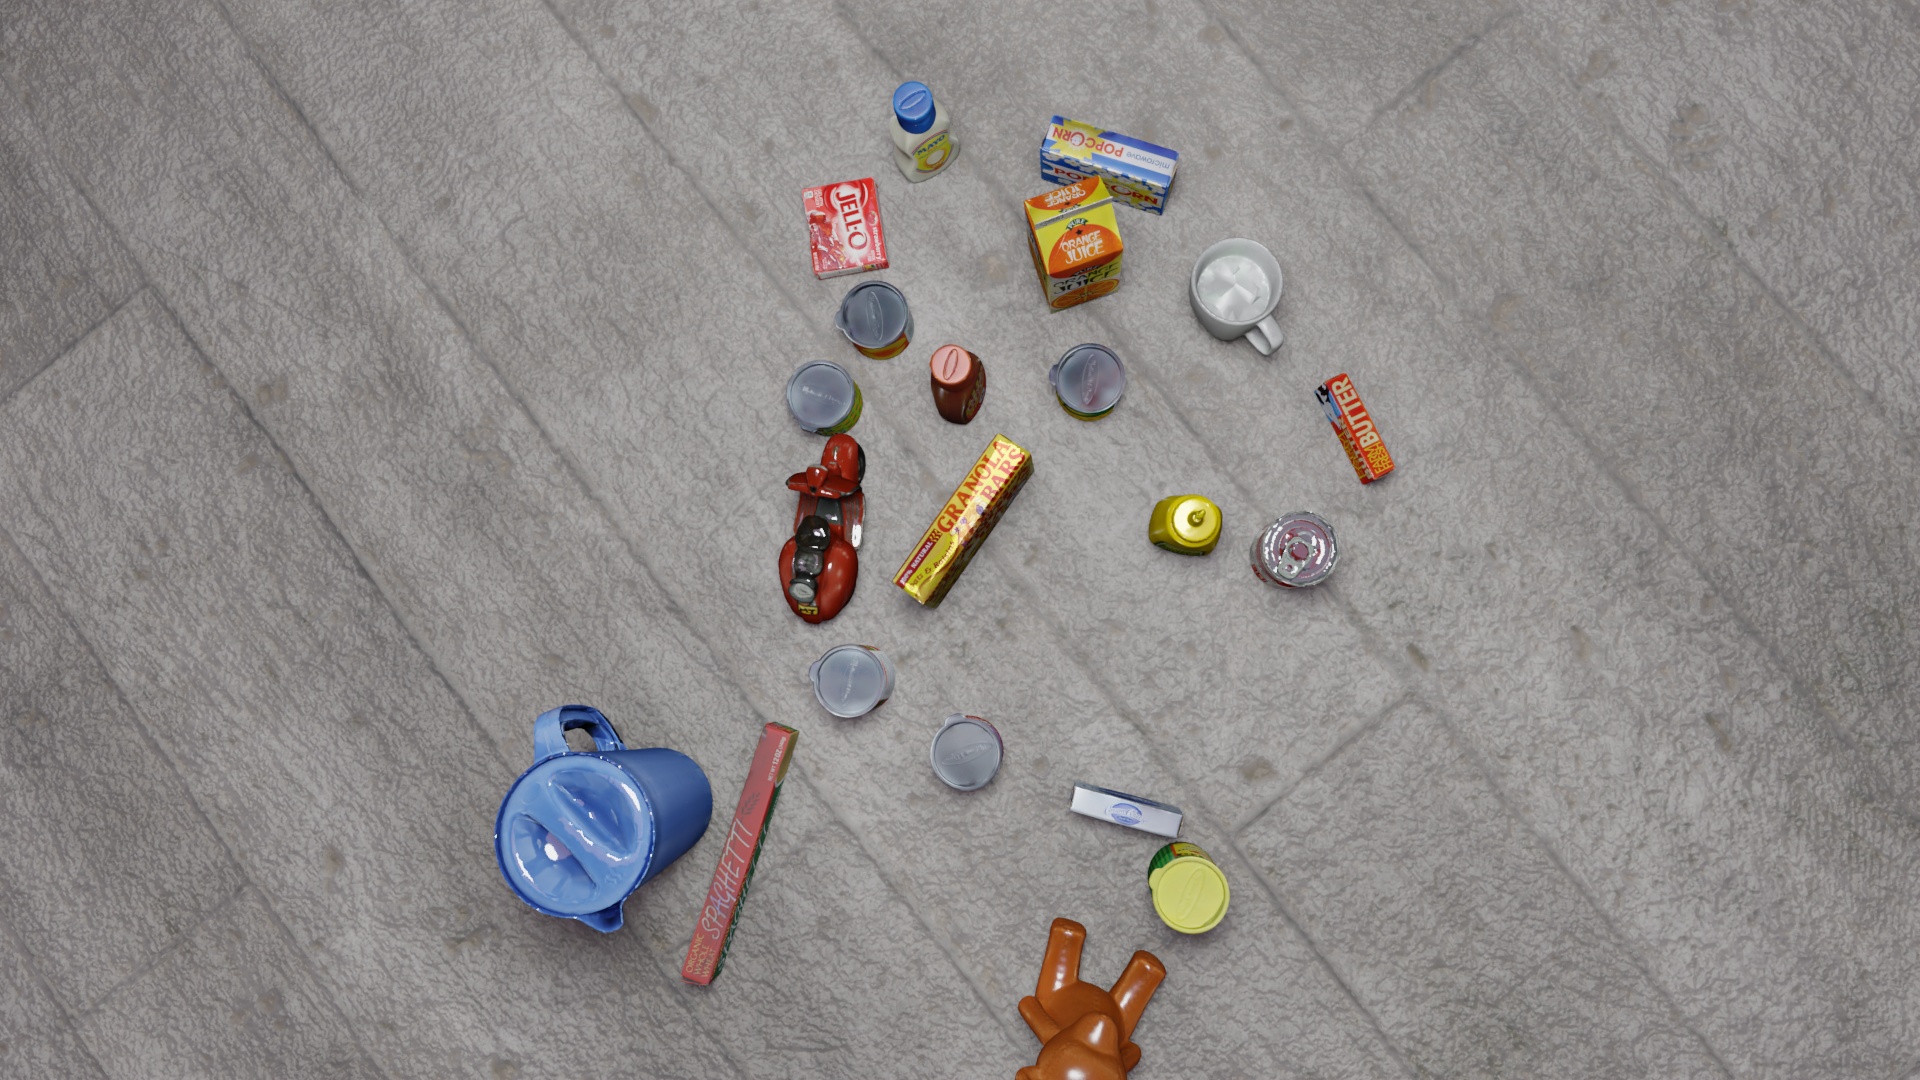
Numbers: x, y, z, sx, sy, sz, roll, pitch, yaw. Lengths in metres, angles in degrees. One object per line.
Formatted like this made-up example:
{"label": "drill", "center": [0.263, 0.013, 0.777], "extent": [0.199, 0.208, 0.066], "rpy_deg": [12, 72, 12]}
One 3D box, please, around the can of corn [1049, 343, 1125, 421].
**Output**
{"label": "can of corn", "center": [0.120, -0.150, 1.323], "extent": [0.071, 0.058, 0.071], "rpy_deg": [0, 85, 4]}

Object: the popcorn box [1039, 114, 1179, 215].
{"label": "popcorn box", "center": [0.142, -0.357, 1.325], "extent": [0.127, 0.085, 0.038], "rpy_deg": [19, 87, 6]}

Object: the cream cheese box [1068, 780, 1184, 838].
{"label": "cream cheese box", "center": [0.153, 0.249, 1.289], "extent": [0.104, 0.053, 0.024], "rpy_deg": [14, 87, 5]}

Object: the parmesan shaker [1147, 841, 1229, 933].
{"label": "parmesan shaker", "center": [0.202, 0.310, 1.256], "extent": [0.071, 0.103, 0.071], "rpy_deg": [0, 86, 4]}

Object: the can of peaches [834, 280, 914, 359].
{"label": "can of peaches", "center": [-0.082, -0.212, 1.344], "extent": [0.071, 0.058, 0.071], "rpy_deg": [0, 85, 4]}

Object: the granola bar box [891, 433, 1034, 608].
{"label": "granola bar box", "center": [0.005, -0.016, 1.287], "extent": [0.039, 0.124, 0.165], "rpy_deg": [35, 89, 6]}

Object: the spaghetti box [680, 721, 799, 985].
{"label": "spaghetti box", "center": [-0.208, 0.295, 1.314], "extent": [0.029, 0.050, 0.250], "rpy_deg": [18, 87, 6]}

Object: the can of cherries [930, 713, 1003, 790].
{"label": "can of cherries", "center": [0.007, 0.196, 1.302], "extent": [0.071, 0.058, 0.071], "rpy_deg": [0, 85, 4]}

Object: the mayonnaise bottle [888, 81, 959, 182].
{"label": "mayonnaise bottle", "center": [-0.037, -0.386, 1.310], "extent": [0.065, 0.148, 0.041], "rpy_deg": [-33, 84, 1]}

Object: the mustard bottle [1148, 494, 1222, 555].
{"label": "mustard bottle", "center": [0.206, -0.015, 1.254], "extent": [0.065, 0.160, 0.049], "rpy_deg": [13, 87, 5]}

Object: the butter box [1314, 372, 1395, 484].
{"label": "butter box", "center": [0.370, -0.104, 1.303], "extent": [0.024, 0.053, 0.103], "rpy_deg": [-26, 84, 2]}

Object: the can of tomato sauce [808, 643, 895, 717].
{"label": "can of tomato sauce", "center": [-0.100, 0.130, 1.303], "extent": [0.071, 0.083, 0.071], "rpy_deg": [0, 86, 4]}

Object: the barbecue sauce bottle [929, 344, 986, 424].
{"label": "barbecue sauce bottle", "center": [-0.004, -0.149, 1.287], "extent": [0.044, 0.148, 0.065], "rpy_deg": [17, 87, 5]}

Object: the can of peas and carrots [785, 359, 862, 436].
{"label": "can of peas and carrots", "center": [-0.131, -0.134, 1.340], "extent": [0.071, 0.058, 0.071], "rpy_deg": [0, 85, 4]}

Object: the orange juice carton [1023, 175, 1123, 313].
{"label": "orange juice carton", "center": [0.103, -0.272, 1.267], "extent": [0.072, 0.192, 0.073], "rpy_deg": [-18, 85, 3]}
